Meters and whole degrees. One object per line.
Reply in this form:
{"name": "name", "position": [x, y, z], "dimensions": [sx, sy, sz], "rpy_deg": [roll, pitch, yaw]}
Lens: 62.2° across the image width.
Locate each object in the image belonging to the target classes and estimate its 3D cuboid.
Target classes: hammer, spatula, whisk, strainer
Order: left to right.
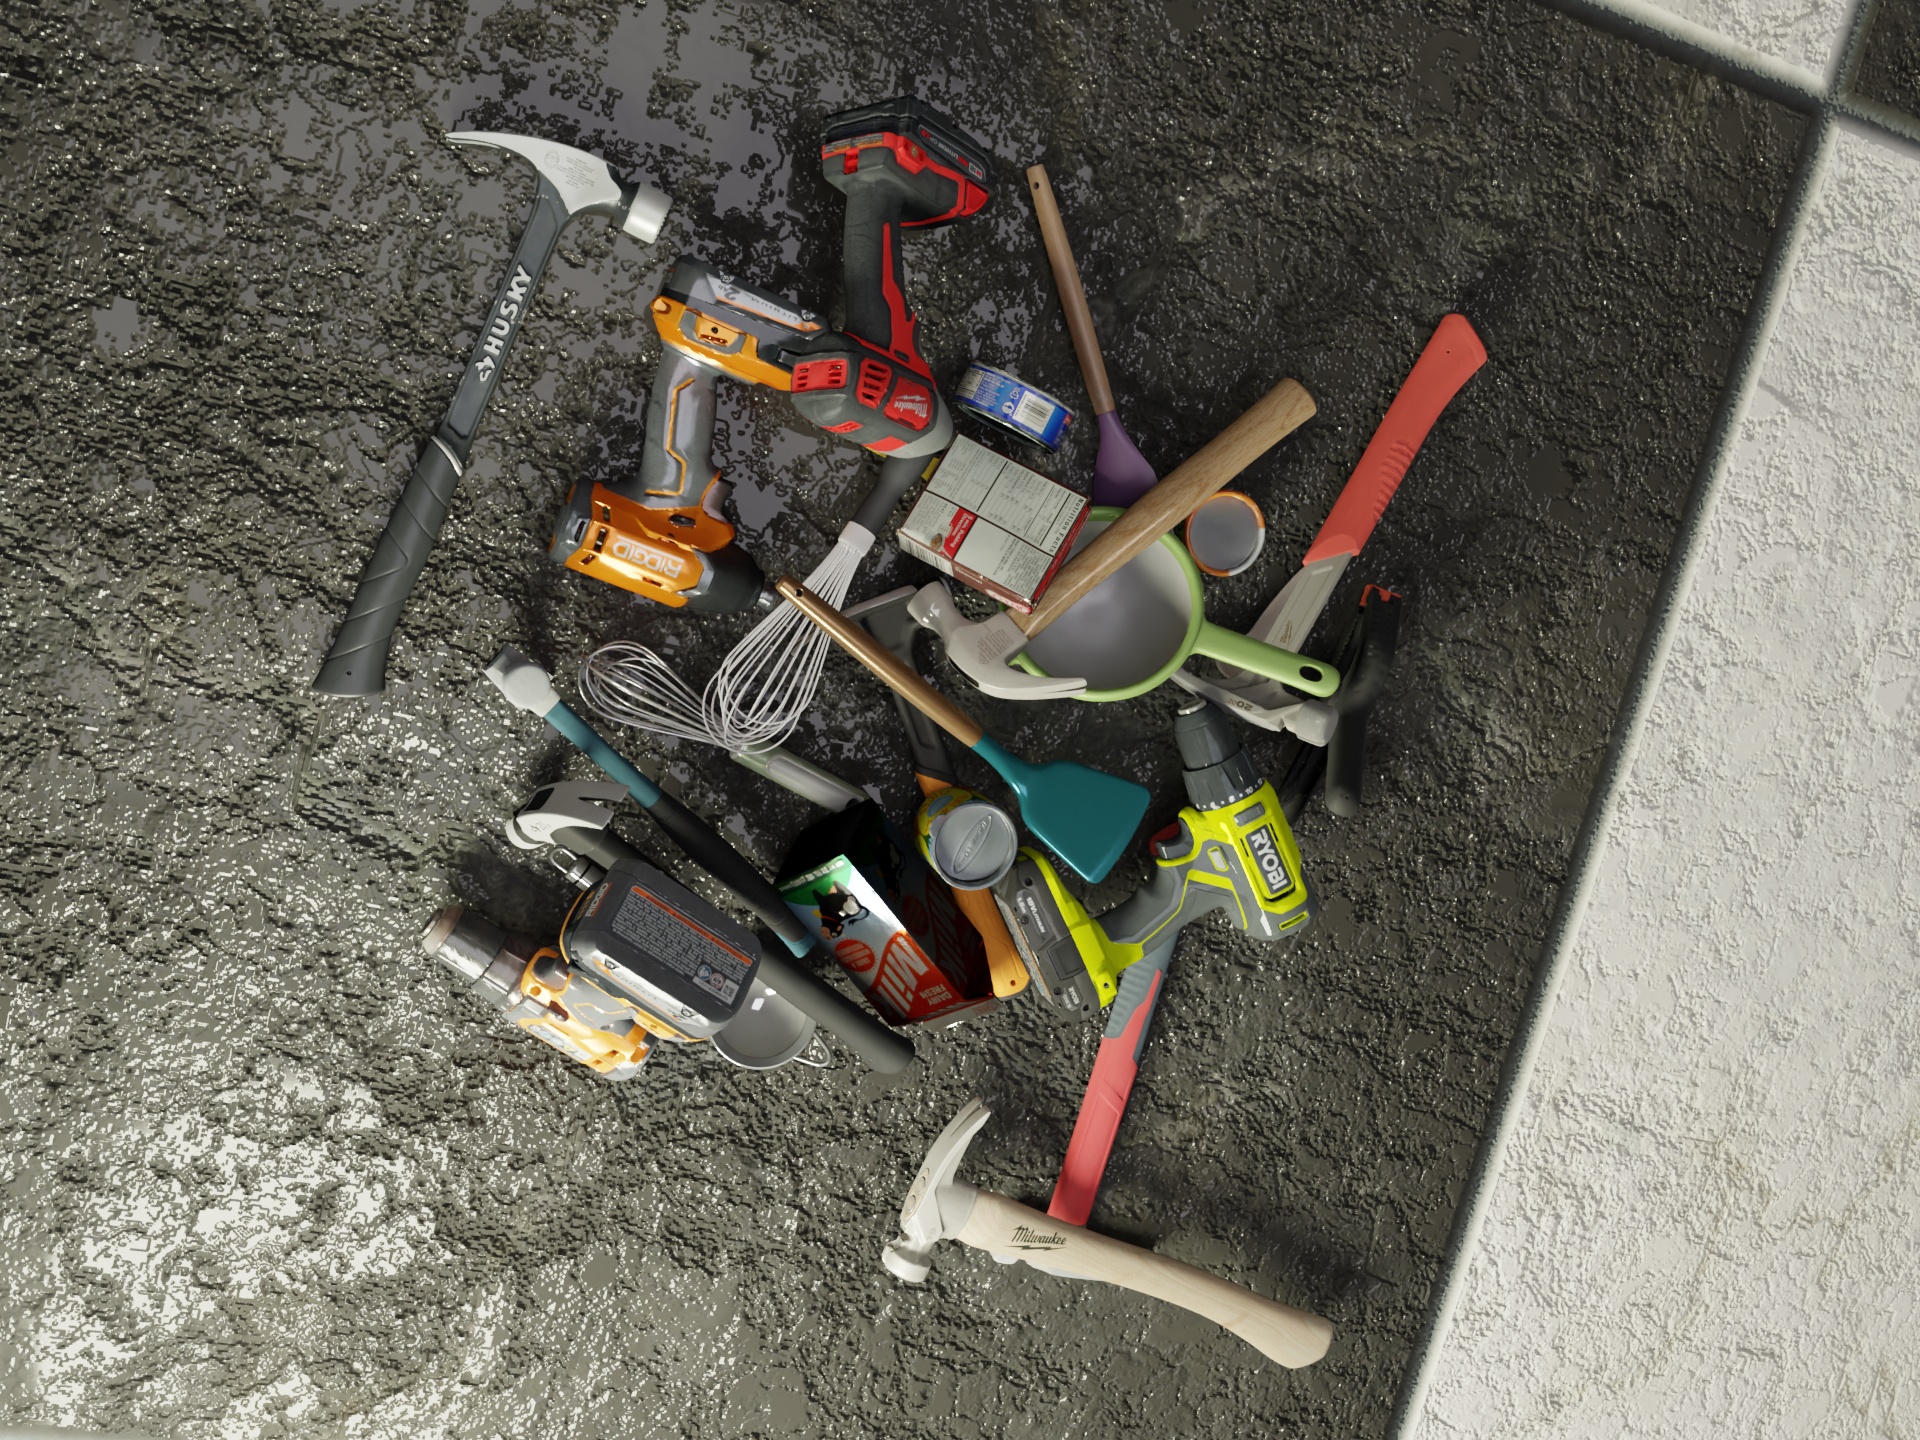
{"name": "hammer", "position": [-0.345, -0.200, 1.078], "dimensions": [0.149, 0.036, 0.409], "rpy_deg": [24, 94, -17]}
{"name": "hammer", "position": [-0.211, 0.064, 1.132], "dimensions": [0.033, 0.128, 0.330], "rpy_deg": [-48, 118, -9]}
{"name": "strainer", "position": [-0.201, 0.176, 1.188], "dimensions": [0.258, 0.050, 0.087], "rpy_deg": [41, 72, -12]}
{"name": "whisk", "position": [-0.168, 0.013, 1.160], "dimensions": [0.246, 0.059, 0.058], "rpy_deg": [30, 94, -23]}
{"name": "hammer", "position": [-0.163, 0.152, 1.131], "dimensions": [0.334, 0.146, 0.035], "rpy_deg": [39, 60, -19]}
{"name": "whisk", "position": [-0.091, -0.102, 1.124], "dimensions": [0.070, 0.070, 0.284], "rpy_deg": [34, 82, -18]}
{"name": "hammer", "position": [-0.018, 0.067, 1.216], "dimensions": [0.127, 0.034, 0.336], "rpy_deg": [-22, 106, -10]}
{"name": "spatula", "position": [-0.002, -0.004, 1.120], "dimensions": [0.317, 0.044, 0.082], "rpy_deg": [38, 76, -22]}
{"name": "spatula", "position": [0.099, -0.254, 1.184], "dimensions": [0.060, 0.018, 0.316], "rpy_deg": [-9, 104, 34]}
{"name": "hammer", "position": [0.143, 0.437, 1.294], "dimensions": [0.410, 0.038, 0.146], "rpy_deg": [26, 92, -21]}
{"name": "hammer", "position": [0.128, -0.136, 1.156], "dimensions": [0.331, 0.031, 0.130], "rpy_deg": [-39, 76, -7]}
{"name": "hammer", "position": [0.144, 0.272, 1.297], "dimensions": [0.143, 0.038, 0.386], "rpy_deg": [15, 97, -18]}
{"name": "strainer", "position": [0.154, -0.062, 1.187], "dimensions": [0.256, 0.069, 0.151], "rpy_deg": [20, 77, 7]}
{"name": "hammer", "position": [0.296, -0.160, 1.231], "dimensions": [0.359, 0.149, 0.036], "rpy_deg": [-60, 151, -7]}

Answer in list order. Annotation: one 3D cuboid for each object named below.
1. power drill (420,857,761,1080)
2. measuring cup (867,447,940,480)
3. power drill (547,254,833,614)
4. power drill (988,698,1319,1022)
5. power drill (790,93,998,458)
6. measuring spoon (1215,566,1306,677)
{"name": "power drill", "position": [-0.259, 0.166, 1.089], "dimensions": [0.185, 0.226, 0.084], "rpy_deg": [37, 53, -18]}
{"name": "measuring cup", "position": [-0.039, -0.192, 1.169], "dimensions": [0.156, 0.029, 0.062], "rpy_deg": [30, 88, -6]}
{"name": "power drill", "position": [-0.170, -0.187, 1.104], "dimensions": [0.164, 0.084, 0.226], "rpy_deg": [21, 99, -20]}
{"name": "power drill", "position": [0.142, 0.108, 1.208], "dimensions": [0.228, 0.080, 0.190], "rpy_deg": [-26, 100, -9]}
{"name": "power drill", "position": [-0.041, -0.289, 1.072], "dimensions": [0.143, 0.078, 0.220], "rpy_deg": [14, 81, -54]}
{"name": "measuring spoon", "position": [0.246, -0.082, 1.269], "dimensions": [0.124, 0.018, 0.034], "rpy_deg": [-47, 106, -9]}
